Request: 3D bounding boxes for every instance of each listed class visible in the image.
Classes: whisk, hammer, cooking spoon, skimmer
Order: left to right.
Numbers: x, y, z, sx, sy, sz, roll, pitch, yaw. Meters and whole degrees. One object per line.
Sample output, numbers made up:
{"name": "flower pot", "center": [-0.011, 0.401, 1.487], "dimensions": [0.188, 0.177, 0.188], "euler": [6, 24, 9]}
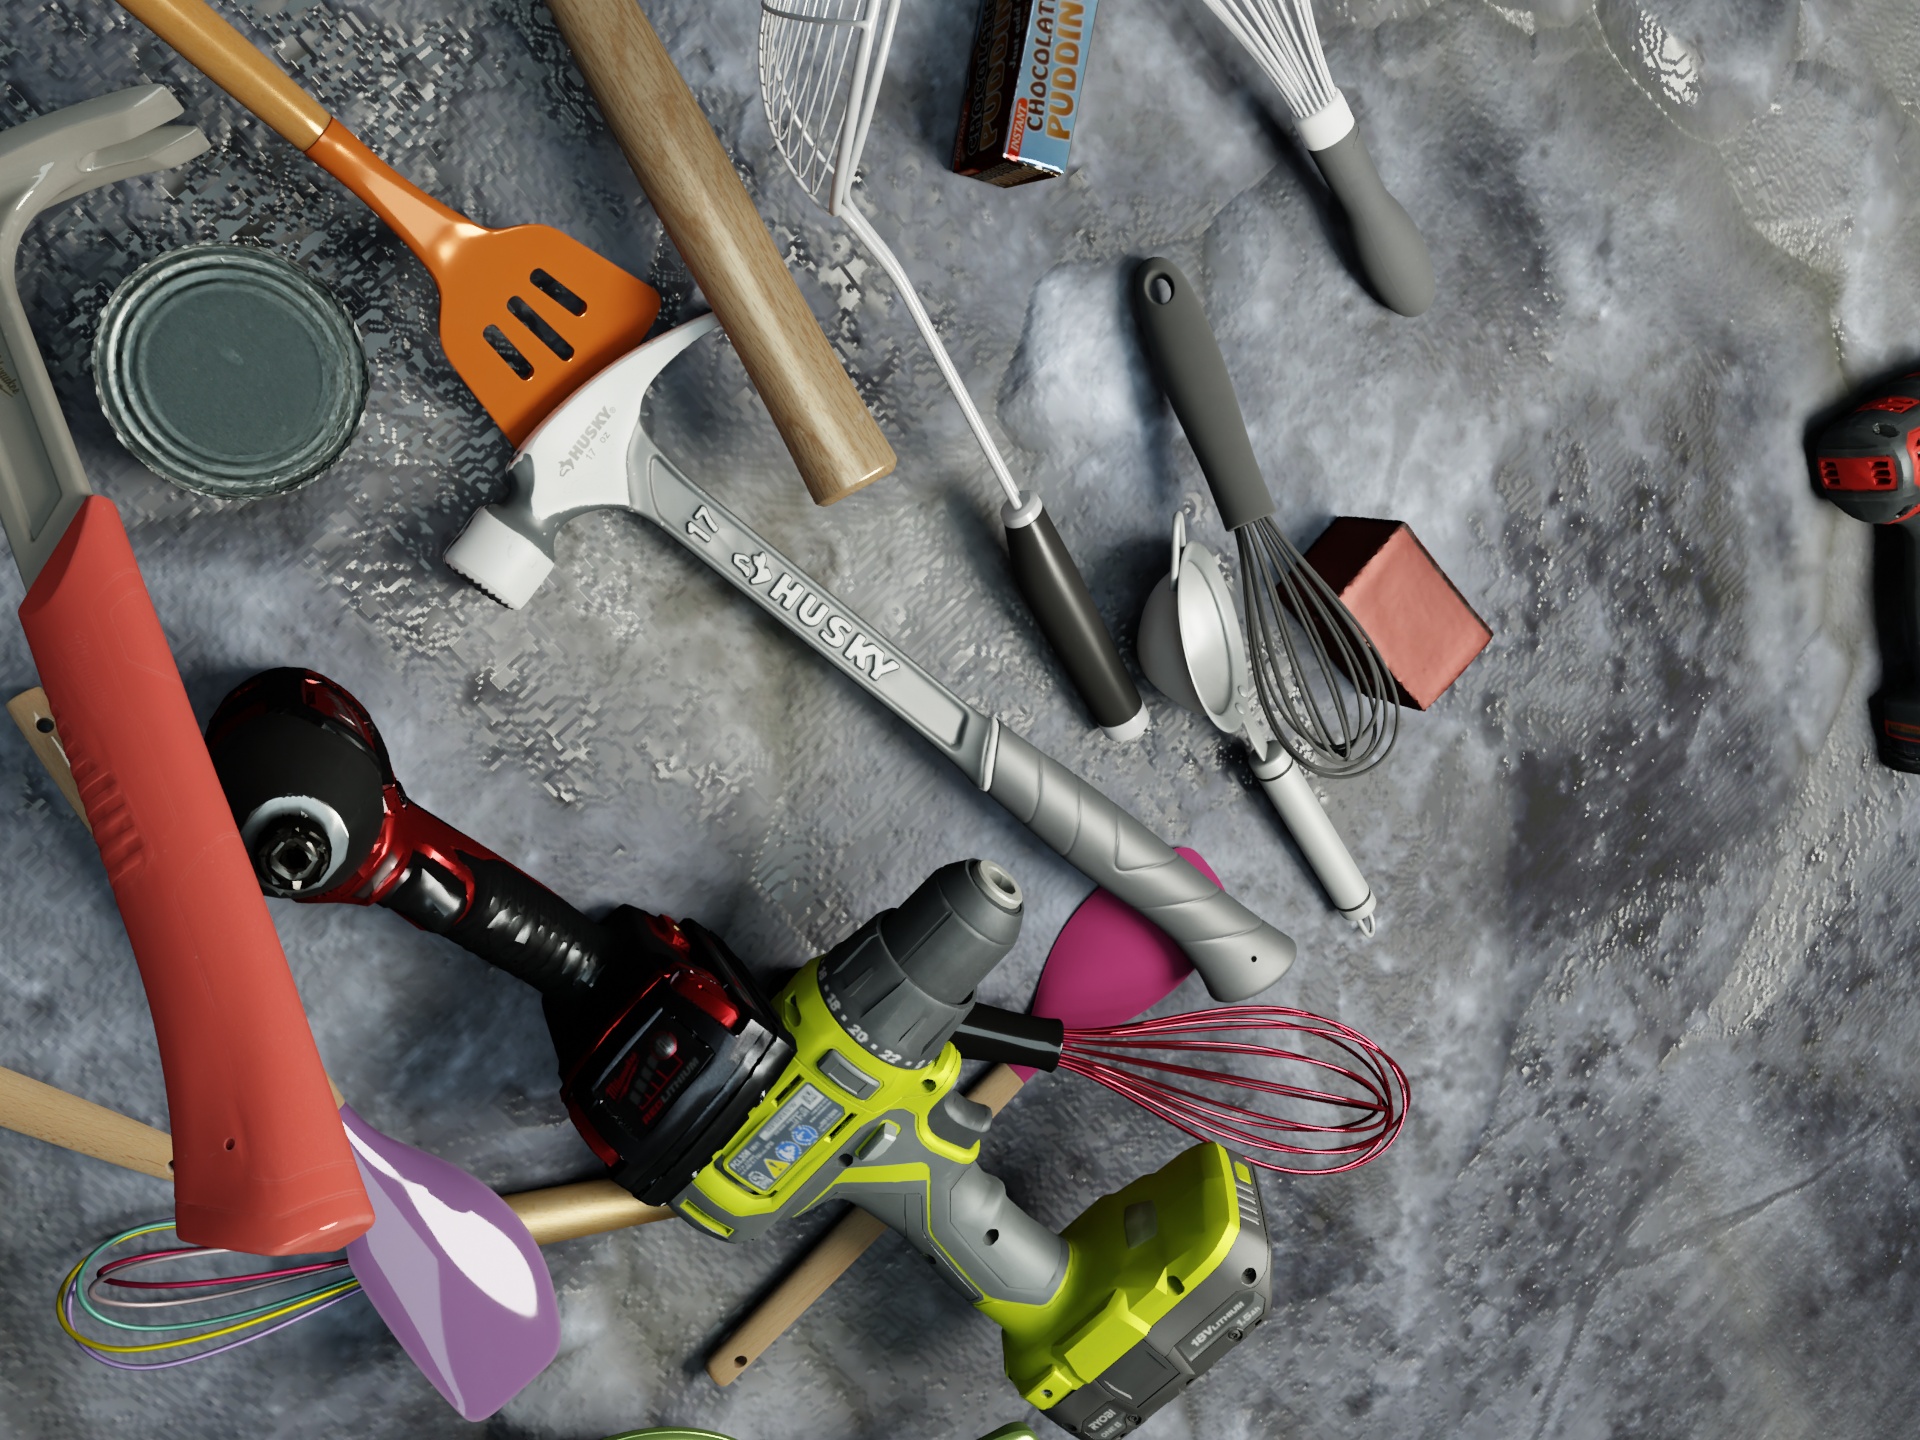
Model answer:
{"name": "hammer", "center": [-0.238, -0.020, 0.460], "dimensions": [0.149, 0.036, 0.359], "euler": [-27, 73, -5]}
{"name": "whisk", "center": [-0.216, 0.201, 0.625], "dimensions": [0.245, 0.047, 0.051], "euler": [-3, 100, -26]}
{"name": "hammer", "center": [-0.118, -0.227, 0.562], "dimensions": [0.130, 0.031, 0.331], "euler": [-31, 101, -11]}
{"name": "hammer", "center": [-0.001, -0.002, 0.666], "dimensions": [0.408, 0.036, 0.149], "euler": [38, 81, -22]}
{"name": "cooking spoon", "center": [0.006, 0.178, 0.721], "dimensions": [0.319, 0.017, 0.068], "euler": [-43, 113, -11]}
{"name": "skimmer", "center": [0.025, -0.141, 0.612], "dimensions": [0.090, 0.127, 0.363], "euler": [-19, 122, 17]}
{"name": "whisk", "center": [0.060, 0.146, 0.699], "dimensions": [0.295, 0.073, 0.073], "euler": [12, 96, -10]}
{"name": "whisk", "center": [0.127, -0.088, 0.680], "dimensions": [0.055, 0.055, 0.239], "euler": [-22, 90, -17]}
{"name": "whisk", "center": [0.135, -0.273, 0.651], "dimensions": [0.070, 0.070, 0.284], "euler": [-48, 126, -8]}

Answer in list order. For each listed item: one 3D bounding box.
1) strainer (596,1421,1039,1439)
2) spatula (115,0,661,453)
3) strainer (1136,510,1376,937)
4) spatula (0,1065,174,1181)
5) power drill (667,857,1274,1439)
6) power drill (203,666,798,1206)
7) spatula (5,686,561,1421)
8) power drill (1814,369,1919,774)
{"name": "strainer", "center": [-0.092, 0.343, 0.685], "dimensions": [0.256, 0.069, 0.151], "euler": [-12, 102, -21]}
{"name": "spatula", "center": [-0.224, -0.201, 0.497], "dimensions": [0.081, 0.041, 0.322], "euler": [-51, 128, -1]}
{"name": "strainer", "center": [0.137, 0.014, 0.733], "dimensions": [0.258, 0.050, 0.087], "euler": [54, 35, -27]}
{"name": "spatula", "center": [-0.401, 0.099, 0.525], "dimensions": [0.317, 0.044, 0.082], "euler": [31, 84, -25]}
{"name": "power drill", "center": [0.016, 0.175, 0.646], "dimensions": [0.228, 0.080, 0.190], "euler": [38, 109, -13]}
{"name": "power drill", "center": [-0.169, 0.072, 0.563], "dimensions": [0.219, 0.143, 0.078], "euler": [43, 85, -26]}
{"name": "spatula", "center": [-0.245, 0.123, 0.584], "dimensions": [0.060, 0.018, 0.315], "euler": [-38, 104, -30]}
{"name": "power drill", "center": [0.573, -0.096, 0.875], "dimensions": [0.188, 0.080, 0.226], "euler": [-26, 106, -16]}
